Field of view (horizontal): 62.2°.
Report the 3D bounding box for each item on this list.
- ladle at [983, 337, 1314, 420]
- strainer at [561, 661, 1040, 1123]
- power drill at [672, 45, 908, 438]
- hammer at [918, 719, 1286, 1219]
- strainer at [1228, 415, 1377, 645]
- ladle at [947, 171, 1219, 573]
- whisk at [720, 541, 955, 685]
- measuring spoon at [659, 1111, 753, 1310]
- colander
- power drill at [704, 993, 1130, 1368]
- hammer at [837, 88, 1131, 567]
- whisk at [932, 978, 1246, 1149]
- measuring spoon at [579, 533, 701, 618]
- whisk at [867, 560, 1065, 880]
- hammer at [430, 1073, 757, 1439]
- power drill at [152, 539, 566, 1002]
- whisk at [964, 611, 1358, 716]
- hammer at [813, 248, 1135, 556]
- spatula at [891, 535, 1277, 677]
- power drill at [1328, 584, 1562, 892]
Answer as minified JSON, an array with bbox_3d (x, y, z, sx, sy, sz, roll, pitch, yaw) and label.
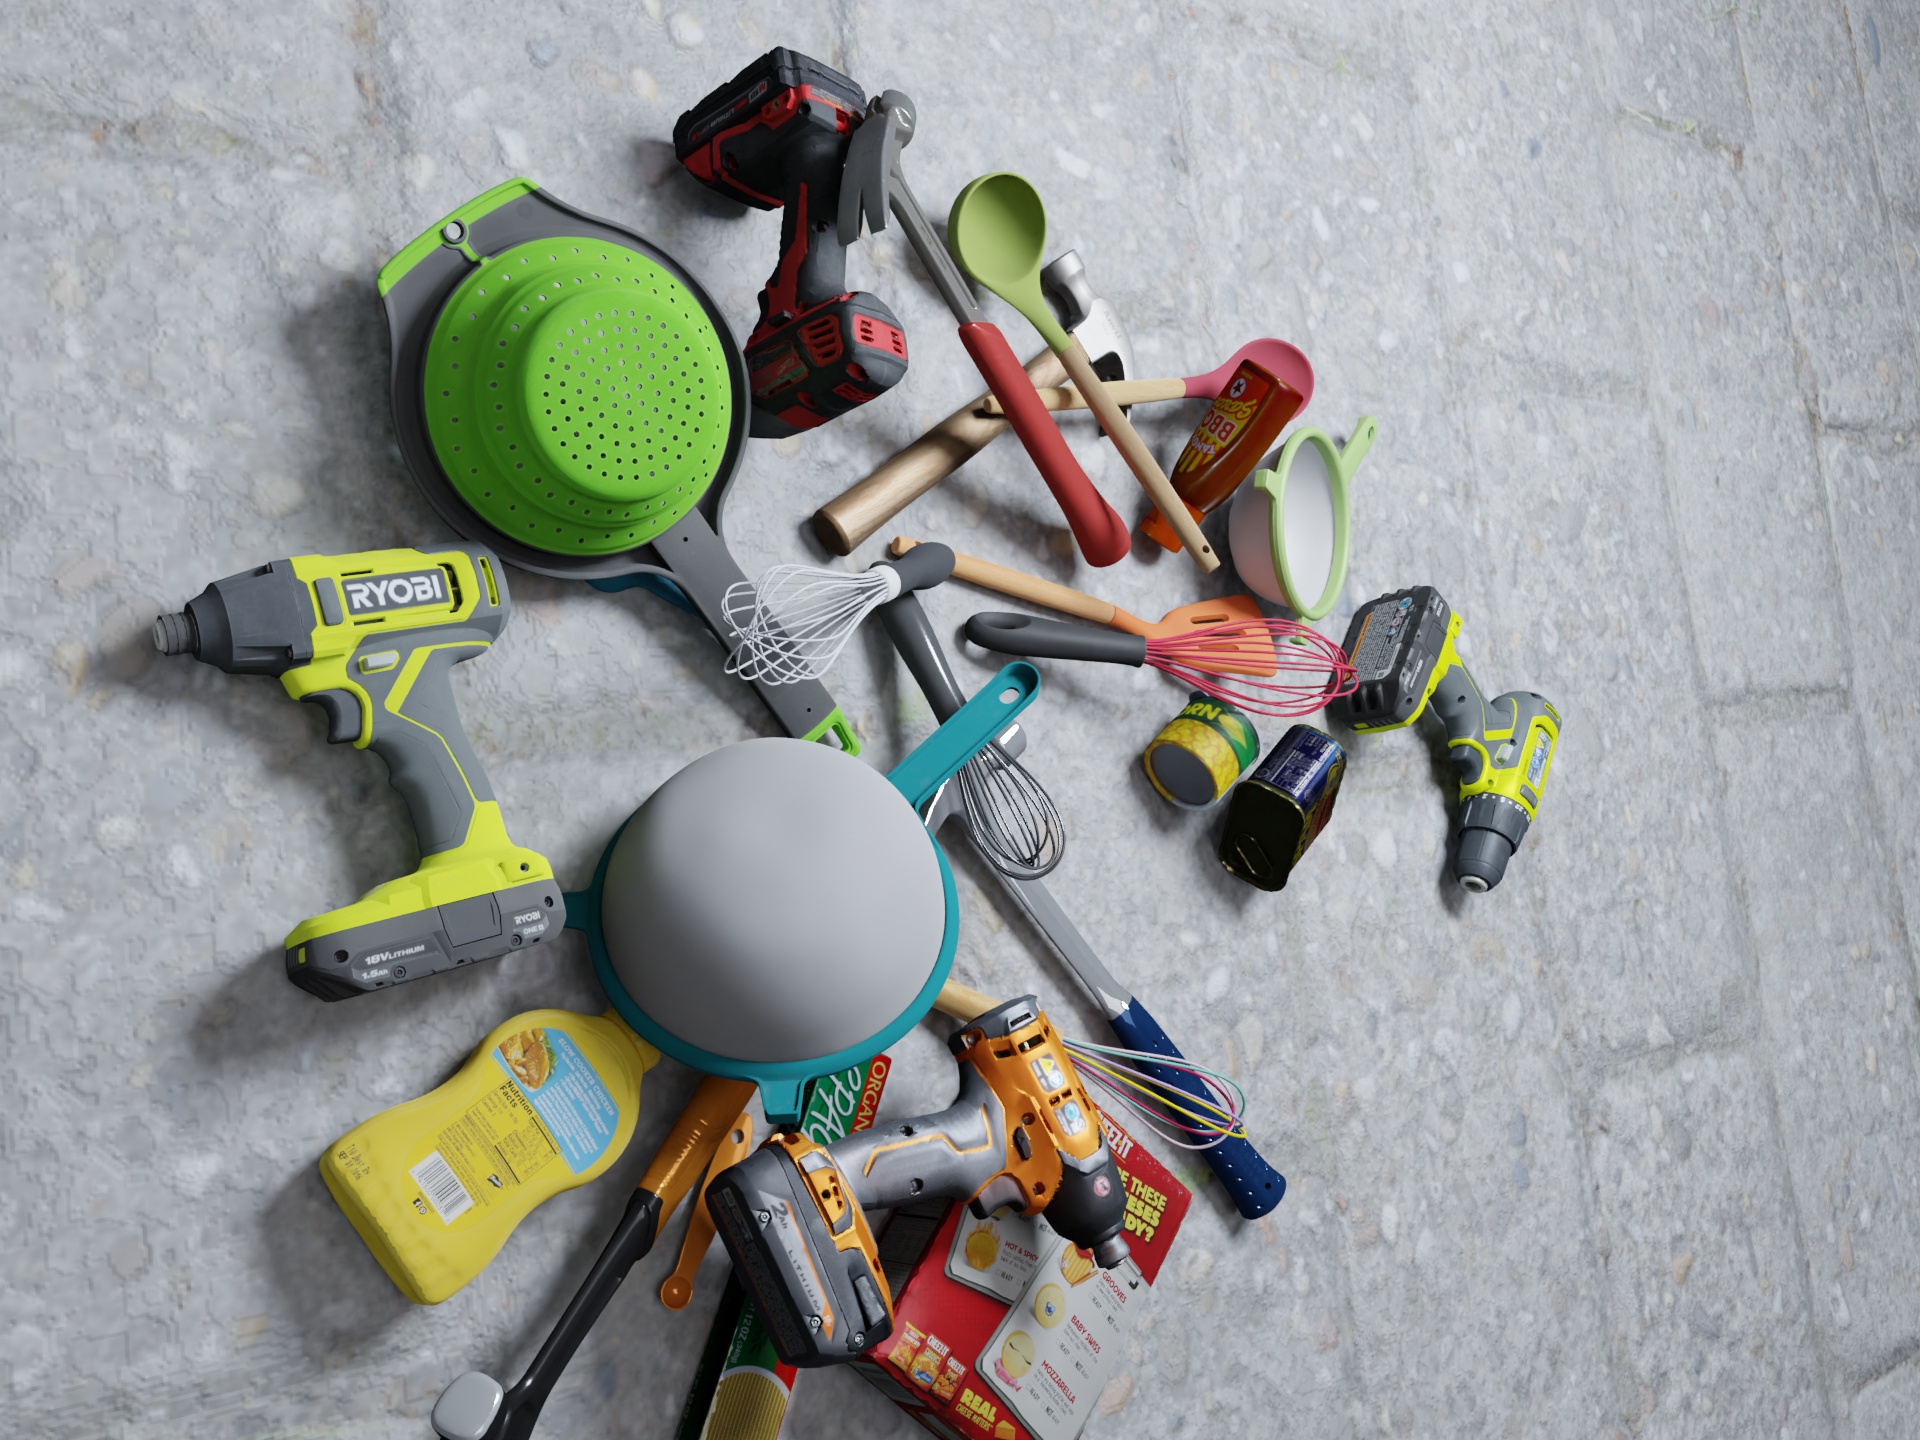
[{"bbox_3d":[0.146,-0.246,1.189,0.315,0.031,0.069,-12,98,-34],"label":"ladle"},{"bbox_3d":[-0.060,0.047,0.907,0.211,0.095,0.340,36,58,19],"label":"strainer"},{"bbox_3d":[-0.110,-0.285,0.990,0.078,0.143,0.220,6,71,-50],"label":"power drill"},{"bbox_3d":[0.100,0.195,1.099,0.405,0.035,0.144,53,55,-15],"label":"hammer"},{"bbox_3d":[0.274,-0.183,1.289,0.256,0.069,0.151,-51,132,-44],"label":"strainer"},{"bbox_3d":[0.092,-0.242,1.108,0.078,0.062,0.320,-30,83,-23],"label":"ladle"},{"bbox_3d":[-0.062,-0.074,0.950,0.070,0.070,0.284,67,25,-5],"label":"whisk"},{"bbox_3d":[-0.146,0.282,0.919,0.021,0.011,0.117,34,59,-24],"label":"measuring spoon"},{"bbox_3d":[-0.156,-0.115,0.903,0.204,0.094,0.396,-43,117,-17],"label":"colander"},{"bbox_3d":[-0.010,0.272,0.899,0.226,0.084,0.164,-22,77,-32],"label":"power drill"},{"bbox_3d":[0.026,-0.222,1.035,0.358,0.037,0.149,53,30,-41],"label":"hammer"},{"bbox_3d":[0.083,0.220,1.040,0.245,0.051,0.047,26,32,-10],"label":"whisk"},{"bbox_3d":[-0.172,-0.083,0.967,0.128,0.021,0.042,24,67,-28],"label":"measuring spoon"},{"bbox_3d":[-0.001,-0.004,1.032,0.055,0.055,0.239,-18,73,-37],"label":"whisk"},{"bbox_3d":[-0.161,0.260,0.875,0.127,0.034,0.337,85,29,-46],"label":"hammer"},{"bbox_3d":[-0.303,0.024,0.820,0.171,0.080,0.223,-13,84,-37],"label":"power drill"},{"bbox_3d":[0.146,-0.047,1.129,0.295,0.073,0.073,7,75,-13],"label":"whisk"},{"bbox_3d":[0.017,-0.211,1.127,0.331,0.031,0.130,-43,105,-34],"label":"hammer"},{"bbox_3d":[0.094,-0.089,1.151,0.322,0.041,0.081,15,48,-31],"label":"spatula"},{"bbox_3d":[0.413,0.015,1.341,0.228,0.080,0.191,42,59,-25],"label":"power drill"}]
